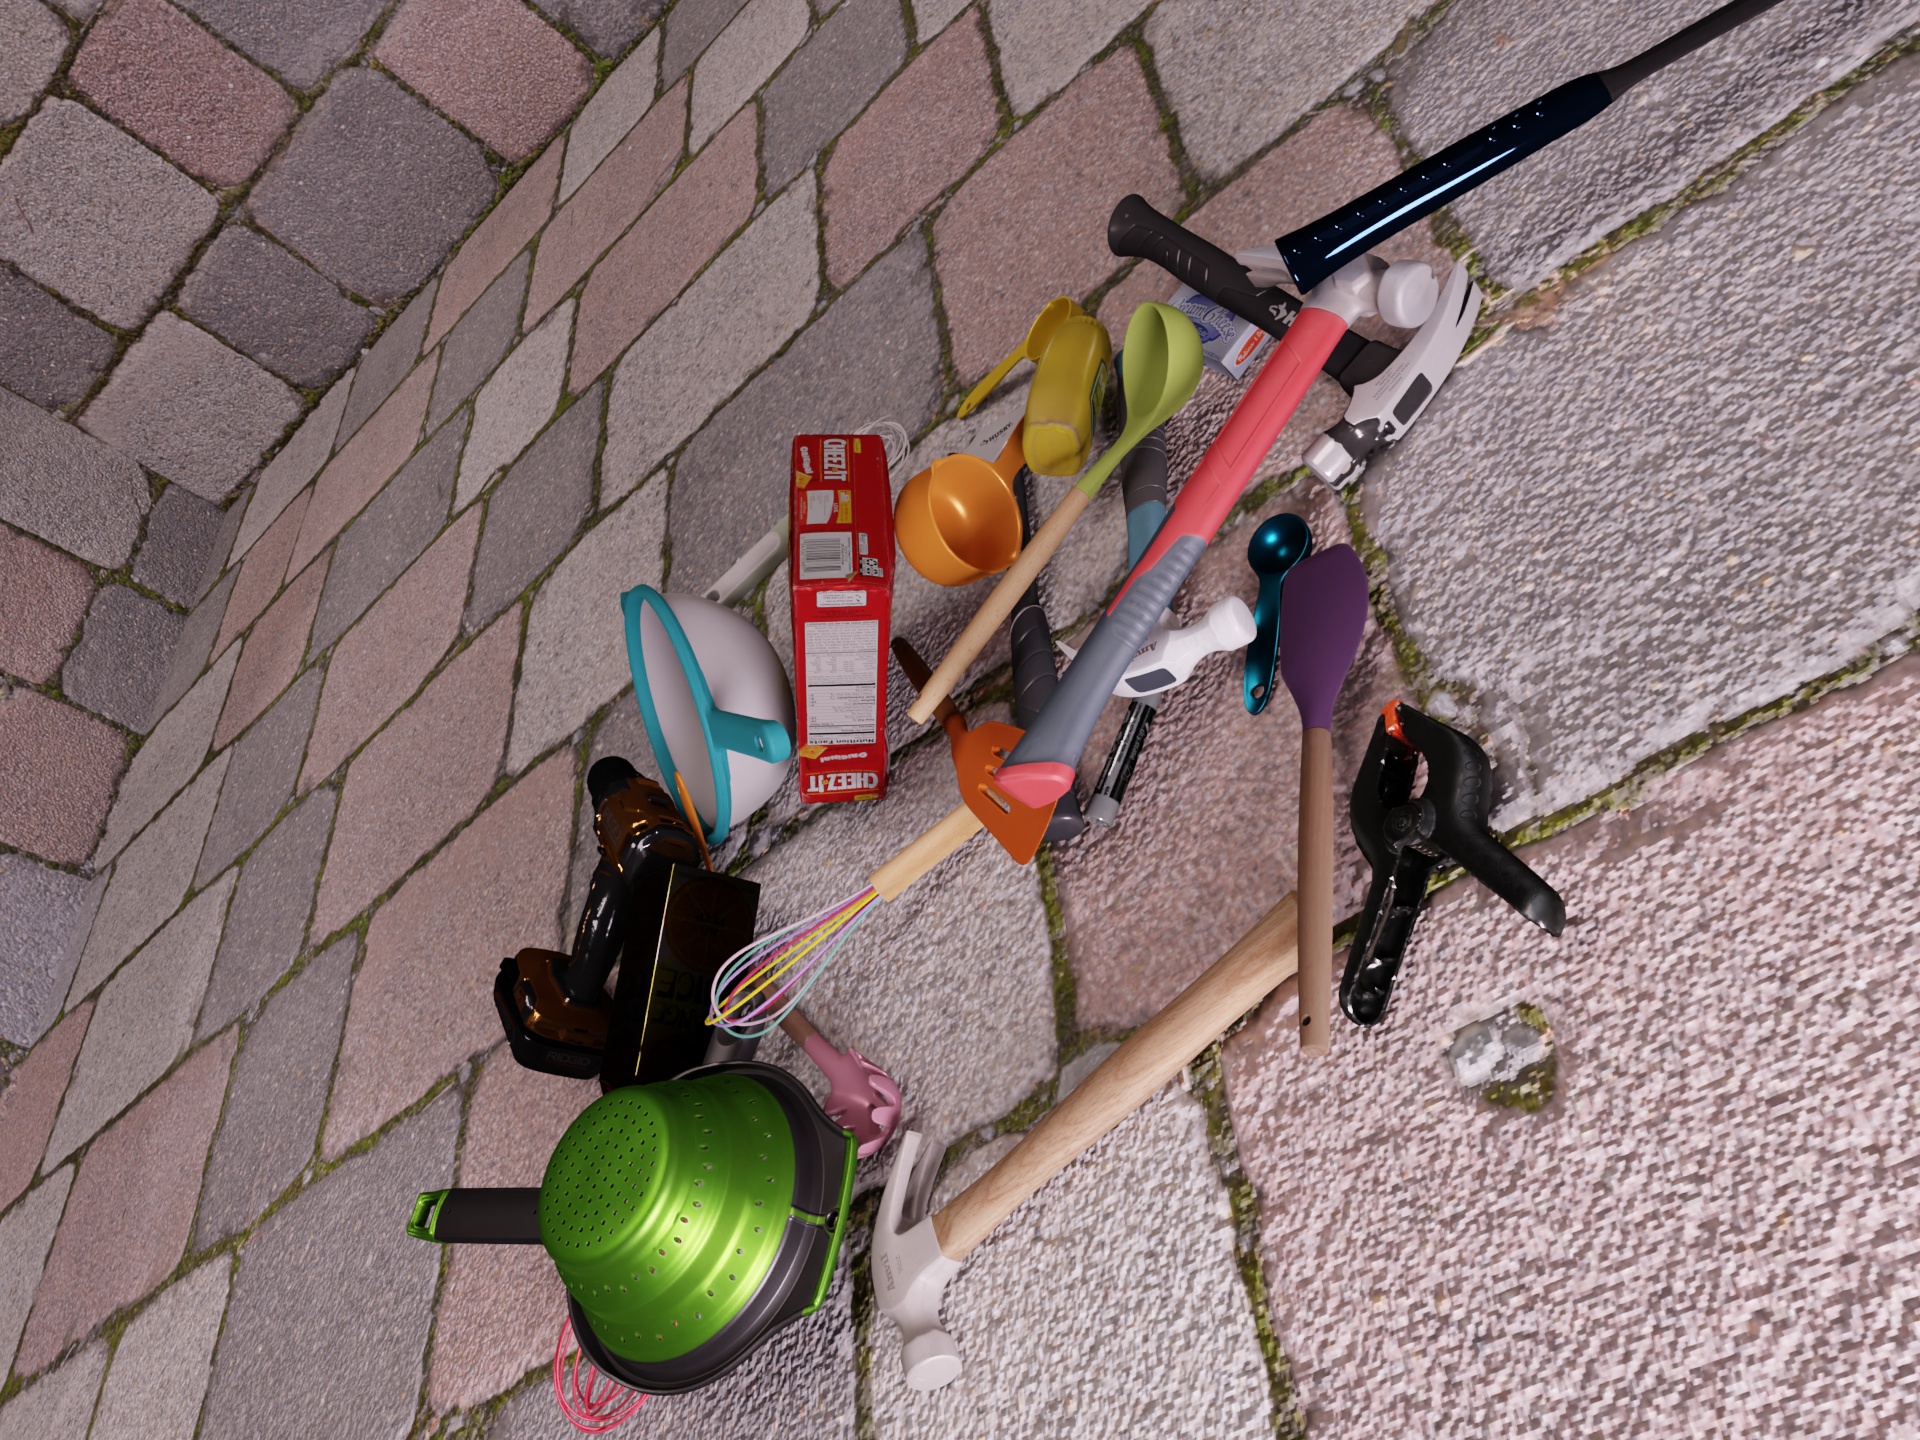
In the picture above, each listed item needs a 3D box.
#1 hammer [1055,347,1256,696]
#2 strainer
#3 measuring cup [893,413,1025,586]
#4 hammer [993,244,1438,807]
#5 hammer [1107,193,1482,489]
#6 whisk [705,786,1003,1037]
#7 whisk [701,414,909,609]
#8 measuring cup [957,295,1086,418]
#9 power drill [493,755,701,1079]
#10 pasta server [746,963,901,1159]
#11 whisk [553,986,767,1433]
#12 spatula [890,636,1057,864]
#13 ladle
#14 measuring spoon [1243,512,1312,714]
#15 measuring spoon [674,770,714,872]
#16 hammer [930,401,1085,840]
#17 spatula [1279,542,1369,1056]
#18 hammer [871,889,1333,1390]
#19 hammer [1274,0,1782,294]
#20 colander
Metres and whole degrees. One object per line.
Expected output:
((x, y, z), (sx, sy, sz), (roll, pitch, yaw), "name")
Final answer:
((0.124, -0.146, 1.057), (0.128, 0.033, 0.331), (-28, 39, 30), "hammer")
((-0.159, -0.010, 1.197), (0.095, 0.211, 0.340), (-18, 12, -23), "strainer")
((0.011, -0.166, 1.143), (0.052, 0.095, 0.174), (-21, 30, 44), "measuring cup")
((0.127, -0.122, 0.951), (0.143, 0.038, 0.386), (27, 81, 48), "hammer")
((0.198, -0.285, 1.057), (0.146, 0.035, 0.335), (-48, 44, 10), "hammer")
((-0.071, 0.127, 1.050), (0.245, 0.047, 0.051), (-38, 67, 1), "whisk")
((-0.131, -0.171, 1.338), (0.058, 0.059, 0.246), (34, 70, 26), "whisk")
((0.051, -0.284, 1.293), (0.156, 0.029, 0.062), (-35, 38, 47), "measuring cup")
((-0.295, 0.147, 1.277), (0.226, 0.084, 0.186), (-63, 33, 10), "power drill")
((-0.117, 0.207, 1.081), (0.316, 0.040, 0.060), (29, 98, 57), "pasta server")
((-0.189, 0.316, 1.046), (0.073, 0.073, 0.296), (-1, 64, 50), "whisk")
((-0.002, -0.003, 1.089), (0.323, 0.041, 0.081), (-126, 52, -66), "spatula")
((0.055, -0.136, 1.047), (0.320, 0.062, 0.078), (-53, 20, -1), "ladle")
((0.188, -0.062, 0.951), (0.042, 0.021, 0.129), (-3, 69, 43), "measuring spoon")
((-0.207, 0.096, 1.244), (0.117, 0.011, 0.021), (71, 158, 6), "measuring spoon")
((0.050, -0.083, 1.116), (0.149, 0.036, 0.409), (-33, 41, 28), "hammer")
((0.189, 0.028, 0.835), (0.060, 0.018, 0.316), (-25, 42, 40), "spatula")
((0.069, 0.209, 0.859), (0.331, 0.031, 0.130), (-45, 36, 15), "hammer")
((0.364, -0.358, 0.882), (0.405, 0.035, 0.144), (-27, 41, 17), "hammer")
((-0.248, 0.299, 0.996), (0.397, 0.094, 0.205), (-12, 51, 35), "colander")
